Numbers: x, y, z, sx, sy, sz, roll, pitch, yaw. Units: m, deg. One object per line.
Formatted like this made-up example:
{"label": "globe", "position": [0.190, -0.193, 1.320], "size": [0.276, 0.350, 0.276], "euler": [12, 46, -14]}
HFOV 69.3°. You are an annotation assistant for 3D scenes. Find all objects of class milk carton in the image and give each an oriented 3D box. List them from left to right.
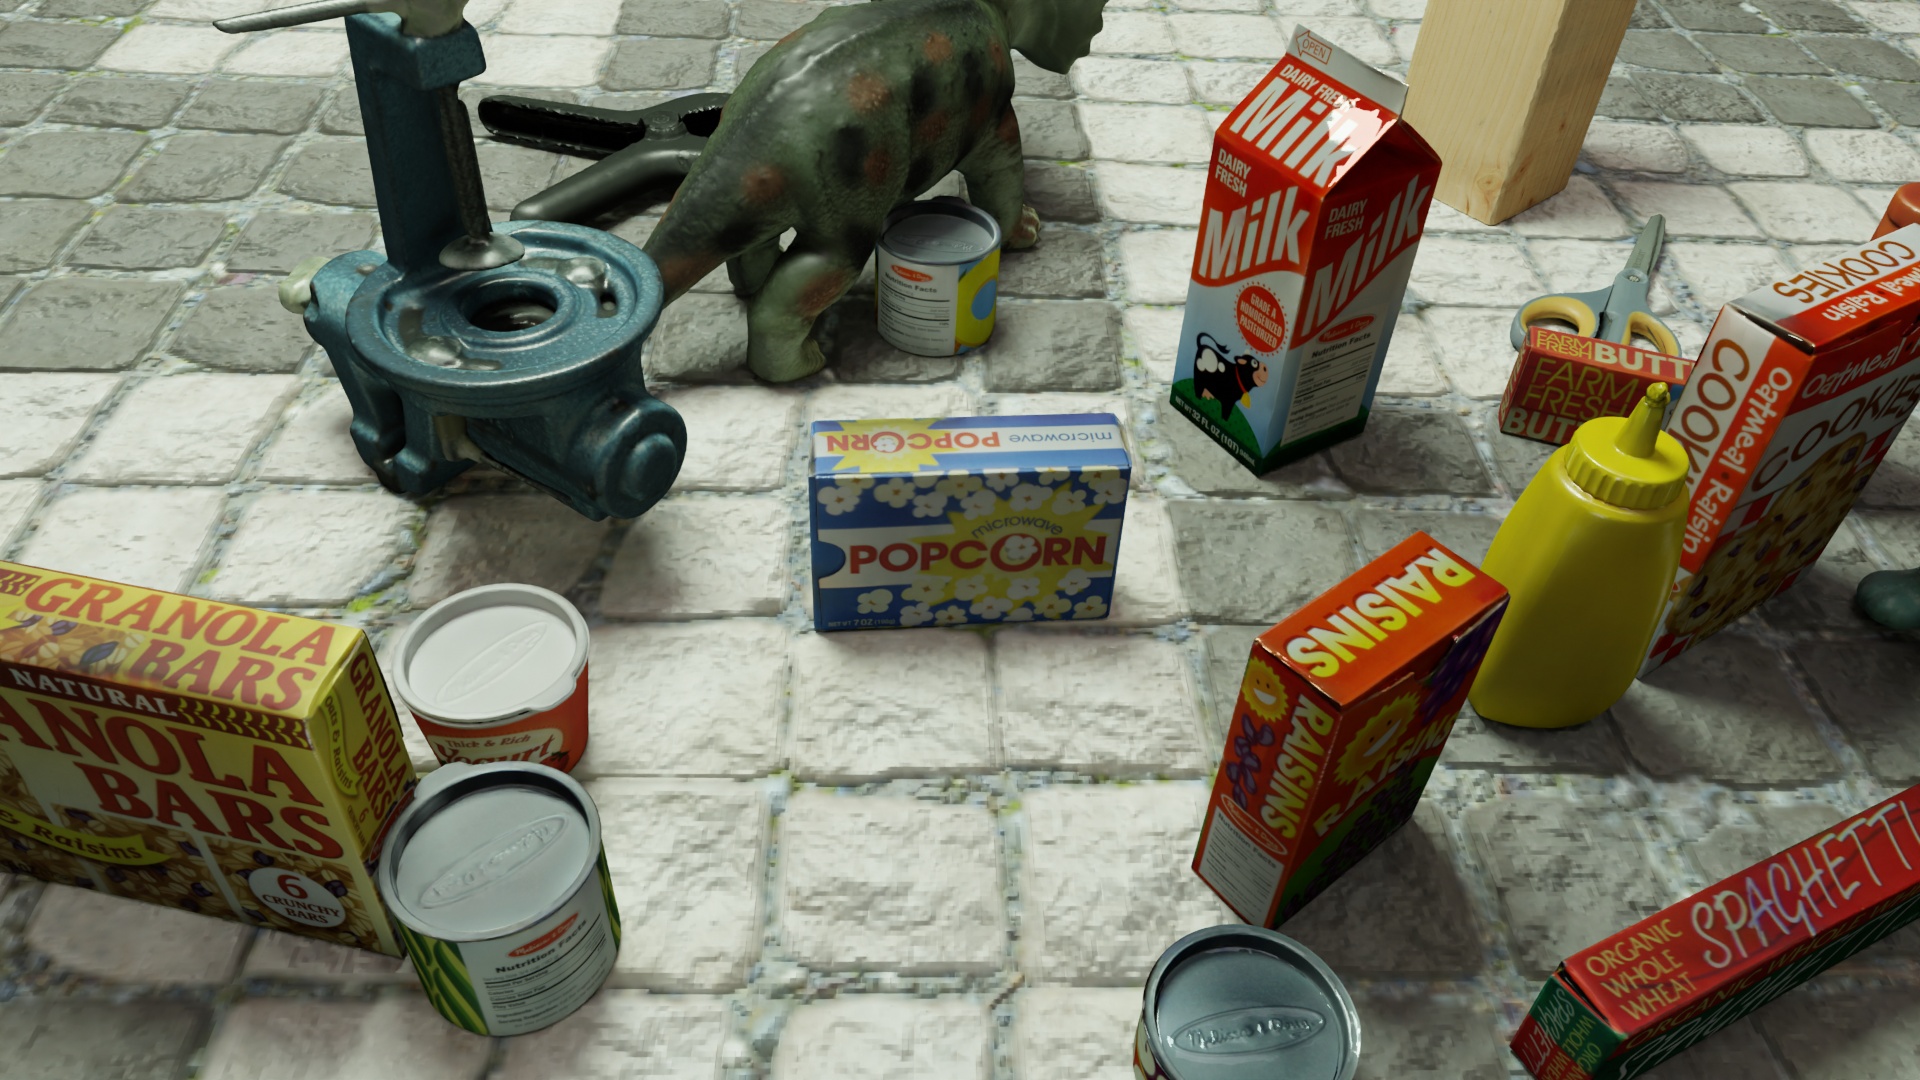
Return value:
{"label": "milk carton", "position": [0.158, -0.132, 0.639], "size": [0.074, 0.189, 0.072], "euler": [-21, 48, -24]}

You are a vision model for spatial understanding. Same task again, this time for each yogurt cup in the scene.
{"label": "yogurt cup", "position": [-0.168, 0.057, 0.510], "size": [0.072, 0.053, 0.073], "euler": [2, 42, -2]}

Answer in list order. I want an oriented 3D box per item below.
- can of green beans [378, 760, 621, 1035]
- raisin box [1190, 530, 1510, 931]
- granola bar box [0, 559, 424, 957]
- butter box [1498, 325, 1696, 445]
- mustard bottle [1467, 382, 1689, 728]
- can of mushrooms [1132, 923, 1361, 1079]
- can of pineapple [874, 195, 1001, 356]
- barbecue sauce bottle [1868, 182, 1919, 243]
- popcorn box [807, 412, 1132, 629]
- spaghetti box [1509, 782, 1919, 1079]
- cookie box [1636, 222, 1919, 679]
{"label": "can of green beans", "position": [-0.145, 0.115, 0.445], "size": [0.071, 0.057, 0.071], "euler": [2, 42, -2]}
{"label": "raisin box", "position": [0.128, 0.067, 0.468], "size": [0.086, 0.122, 0.040], "euler": [-27, 50, -29]}
{"label": "granola bar box", "position": [-0.257, 0.067, 0.441], "size": [0.166, 0.123, 0.039], "euler": [10, 43, 7]}
{"label": "butter box", "position": [0.323, -0.068, 0.681], "size": [0.103, 0.052, 0.024], "euler": [16, 44, 13]}
{"label": "mustard bottle", "position": [0.234, 0.004, 0.517], "size": [0.065, 0.159, 0.049], "euler": [3, 42, -1]}
{"label": "can of mushrooms", "position": [0.088, 0.159, 0.431], "size": [0.071, 0.033, 0.071], "euler": [2, 42, -2]}
{"label": "can of pineapple", "position": [-0.012, -0.140, 0.733], "size": [0.071, 0.057, 0.071], "euler": [2, 42, -2]}
{"label": "barbecue sauce bottle", "position": [0.417, -0.091, 0.642], "size": [0.044, 0.147, 0.065], "euler": [7, 42, 4]}
{"label": "popcorn box", "position": [0.002, -0.007, 0.569], "size": [0.127, 0.084, 0.038], "euler": [-2, 43, -6]}
{"label": "spaghetti box", "position": [0.295, 0.122, 0.473], "size": [0.251, 0.049, 0.029], "euler": [-17, 46, -21]}
{"label": "cookie box", "position": [0.328, -0.033, 0.559], "size": [0.123, 0.166, 0.040], "euler": [-22, 48, -25]}
